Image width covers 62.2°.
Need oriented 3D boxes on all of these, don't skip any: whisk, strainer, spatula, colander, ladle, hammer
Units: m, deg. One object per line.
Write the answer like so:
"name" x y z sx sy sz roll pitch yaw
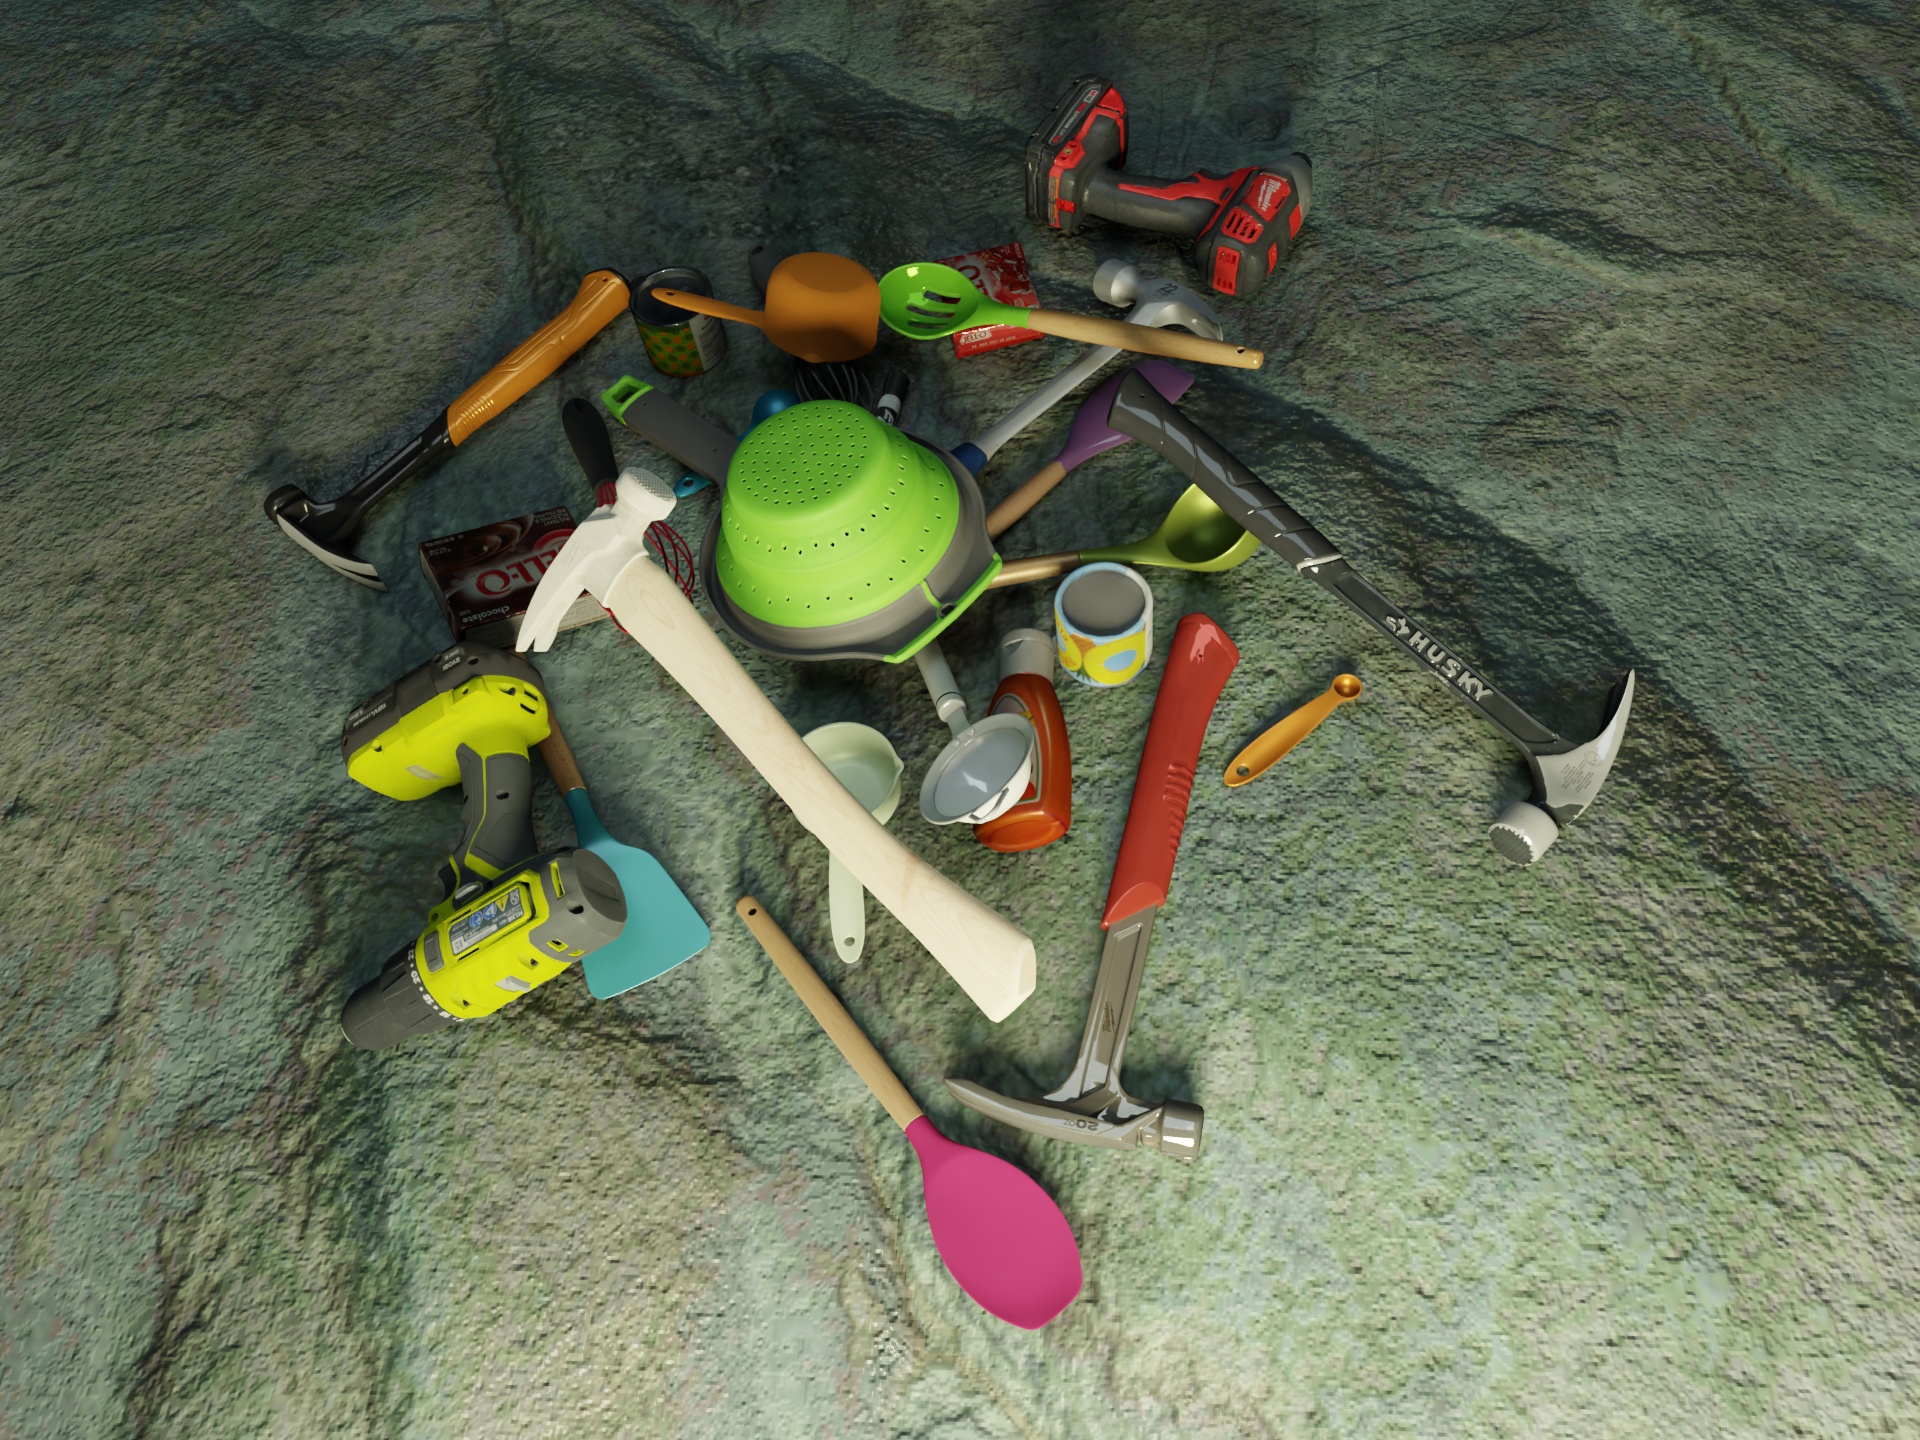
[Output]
"whisk" -0.127 -0.305 1.255 0.055 0.055 0.239 -22 54 -7
"strainer" -0.002 -0.003 1.022 0.087 0.050 0.259 -37 36 10
"whisk" -0.249 -0.154 1.149 0.073 0.073 0.296 -22 46 -8
"spatula" 0.053 -0.171 1.165 0.060 0.018 0.316 34 66 32
"colander" -0.147 -0.187 1.118 0.204 0.094 0.397 -44 55 -16
"spatula" -0.265 0.039 1.070 0.082 0.044 0.318 -27 55 -9
"ladle" 0.055 -0.115 1.097 0.320 0.062 0.078 -11 49 -3
"hammer" 0.106 0.086 0.991 0.149 0.036 0.359 10 61 12
"hammer" -0.113 0.030 0.974 0.411 0.038 0.146 46 109 16
"hammer" 0.023 -0.202 1.166 0.405 0.035 0.144 -40 48 -15
"hammer" -0.378 -0.242 1.247 0.127 0.034 0.337 32 67 24
"hammer" 0.253 -0.094 1.035 0.409 0.036 0.149 43 70 13

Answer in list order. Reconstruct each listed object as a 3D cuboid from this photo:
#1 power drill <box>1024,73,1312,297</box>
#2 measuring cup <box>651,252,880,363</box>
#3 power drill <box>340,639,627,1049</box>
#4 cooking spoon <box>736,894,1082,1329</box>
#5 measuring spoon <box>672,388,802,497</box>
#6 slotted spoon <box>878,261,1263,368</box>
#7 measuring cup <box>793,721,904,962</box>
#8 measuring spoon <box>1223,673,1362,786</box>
"power drill" 0.172 -0.434 1.283 0.220 0.078 0.143 26 65 17
"measuring cup" -0.145 -0.323 1.197 0.173 0.052 0.095 11 42 -5
"power drill" -0.321 0.082 1.005 0.190 0.080 0.229 -30 58 12
"cooking spoon" -0.042 0.217 0.936 0.069 0.017 0.319 -39 62 -7
"measuring spoon" -0.172 -0.214 1.214 0.042 0.021 0.128 38 68 25
"slotted spoon" 0.075 -0.291 1.175 0.314 0.031 0.070 17 70 27
"measuring cup" -0.072 0.081 1.014 0.083 0.038 0.168 -7 60 2
"measuring spoon" 0.218 0.008 1.044 0.117 0.011 0.021 -37 62 -12
